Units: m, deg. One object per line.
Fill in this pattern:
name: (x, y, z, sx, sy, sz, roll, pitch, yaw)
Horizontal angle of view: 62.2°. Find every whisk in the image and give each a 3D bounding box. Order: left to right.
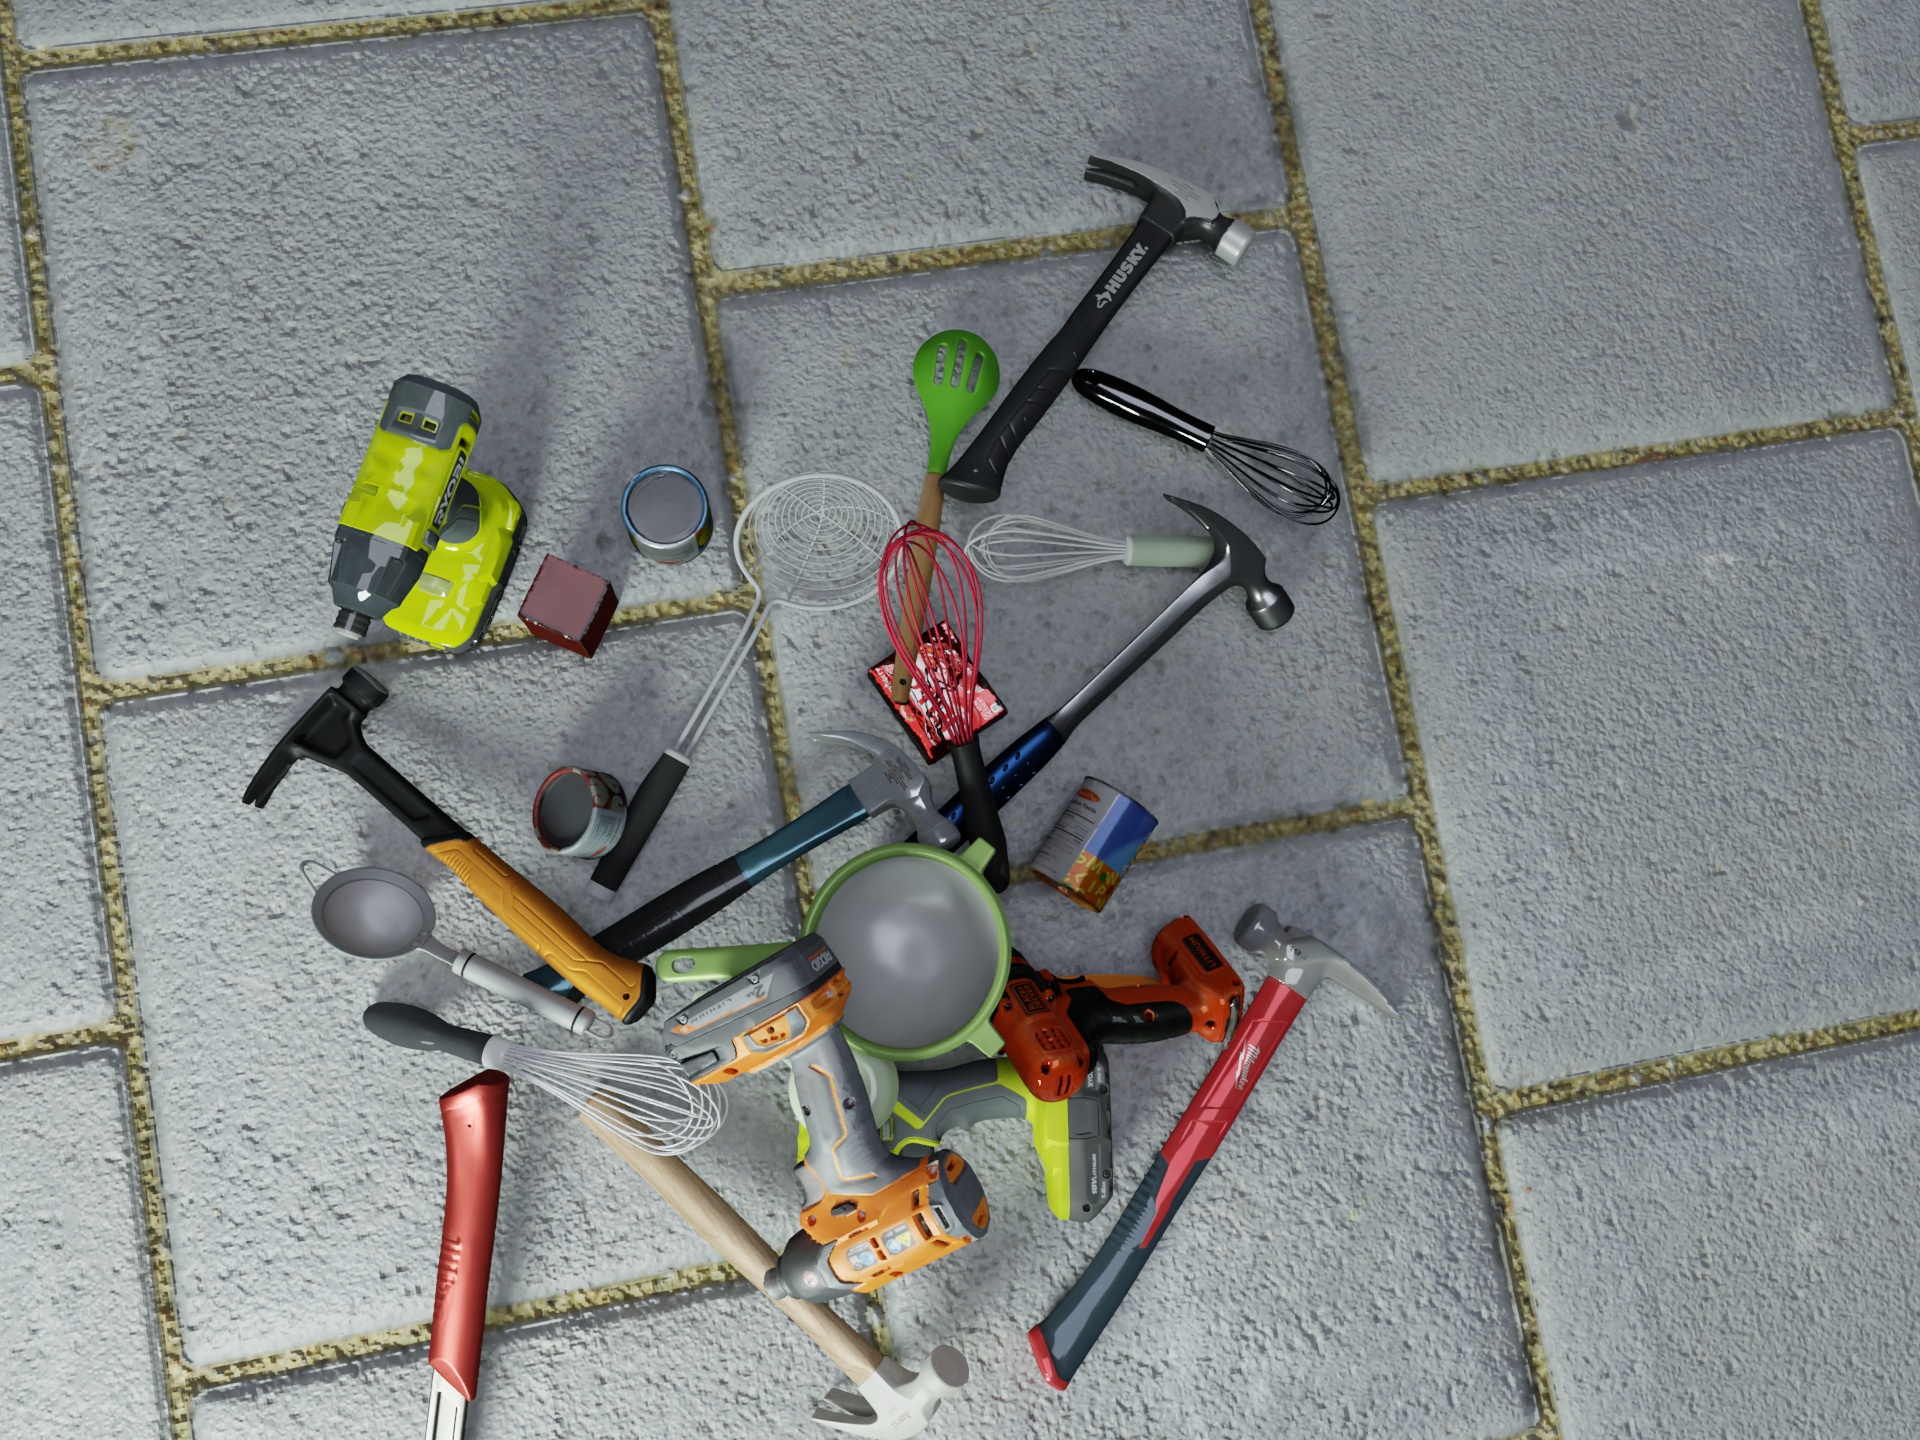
whisk: (-0.299, 0.246, 1.135, 0.284, 0.070, 0.070, 14, 82, 12)
whisk: (-0.002, -0.004, 1.139, 0.073, 0.073, 0.295, -17, 113, -8)
whisk: (0.124, -0.134, 1.254, 0.246, 0.059, 0.058, 0, 66, -11)
whisk: (0.196, -0.223, 1.274, 0.239, 0.055, 0.055, 26, 81, 2)

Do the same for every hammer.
hammer: (-0.359, 0.109, 1.152, 0.337, 0.034, 0.127, 38, 80, 8)
hammer: (-0.341, 0.424, 1.108, 0.149, 0.037, 0.359, 8, 93, -5)
hammer: (-0.172, 0.120, 1.175, 0.331, 0.033, 0.128, -31, 74, -2)
hammer: (-0.149, 0.388, 1.143, 0.331, 0.031, 0.130, 41, 124, 9)
hammer: (0.077, -0.004, 1.219, 0.405, 0.035, 0.144, -43, 117, -5)
hammer: (0.087, -0.304, 1.252, 0.146, 0.035, 0.335, 35, 75, 4)
hammer: (0.183, 0.338, 1.206, 0.143, 0.038, 0.386, 34, 81, -3)

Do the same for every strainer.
strainer: (-0.366, 0.174, 1.147, 0.258, 0.087, 0.050, 24, 126, 6)
strainer: (-0.087, 0.171, 1.140, 0.256, 0.069, 0.151, -5, 77, 9)

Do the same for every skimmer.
skimmer: (-0.170, -0.021, 1.183, 0.127, 0.090, 0.363, 33, 82, -31)

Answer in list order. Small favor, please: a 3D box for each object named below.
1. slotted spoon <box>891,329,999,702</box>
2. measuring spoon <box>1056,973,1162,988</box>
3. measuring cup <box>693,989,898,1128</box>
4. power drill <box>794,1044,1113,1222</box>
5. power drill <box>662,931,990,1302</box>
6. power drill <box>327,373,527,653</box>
slotted spoon: (-0.021, -0.165, 1.233, 0.070, 0.031, 0.314, 10, 77, -5)
measuring spoon: (0.102, 0.206, 1.229, 0.117, 0.011, 0.021, 3, 84, -9)
measuring cup: (-0.123, 0.237, 1.127, 0.167, 0.038, 0.083, 29, 86, 9)
power drill: (-0.007, 0.314, 1.169, 0.228, 0.080, 0.190, -1, 82, -4)
power drill: (-0.103, 0.276, 1.061, 0.164, 0.084, 0.226, -31, 88, 15)
power drill: (-0.373, -0.125, 1.106, 0.080, 0.223, 0.171, 19, 82, -4)
